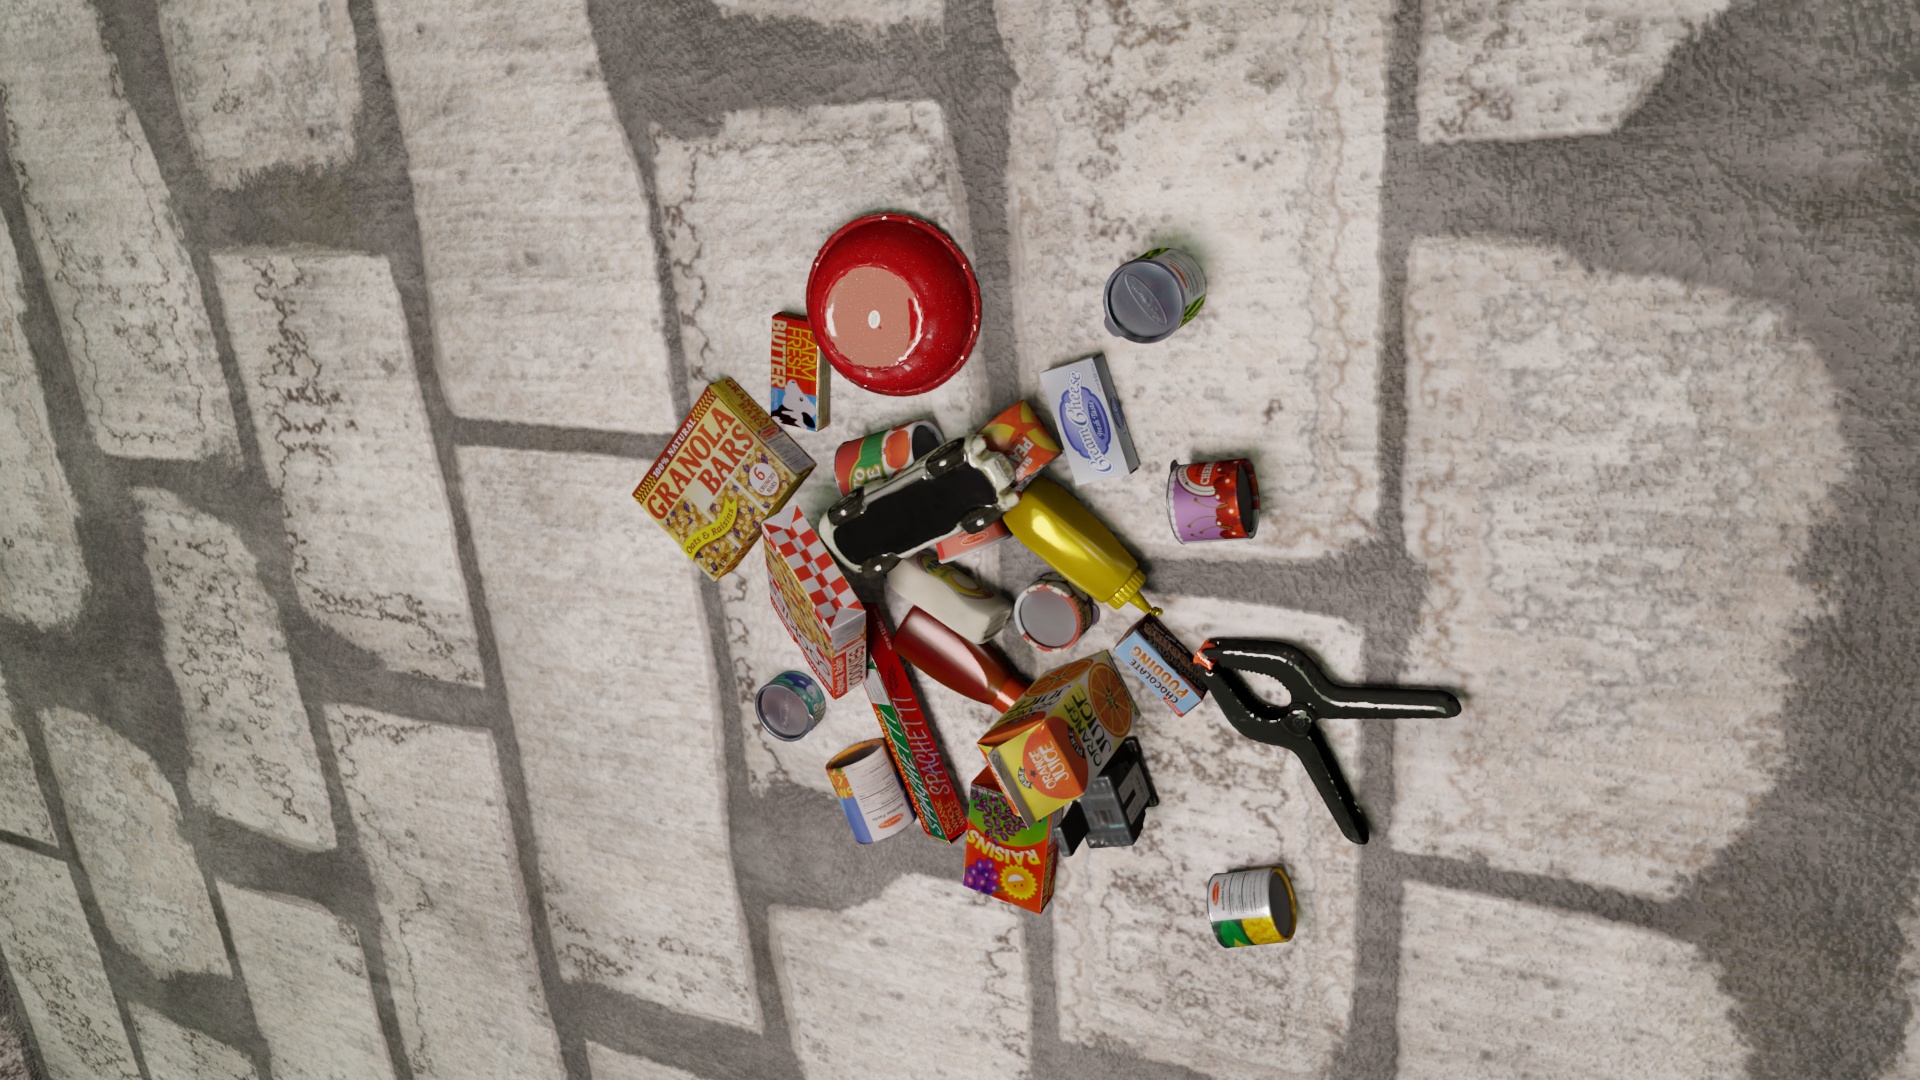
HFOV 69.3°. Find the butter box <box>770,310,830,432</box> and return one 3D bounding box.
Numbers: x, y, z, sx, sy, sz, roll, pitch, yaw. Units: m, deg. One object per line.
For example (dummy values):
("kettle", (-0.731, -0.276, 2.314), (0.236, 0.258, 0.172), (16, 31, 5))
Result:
("butter box", (-0.147, -0.156, 1.277), (0.053, 0.024, 0.103), (13, 115, 22))

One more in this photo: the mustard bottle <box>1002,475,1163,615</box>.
("mustard bottle", (0.109, 0.014, 1.189), (0.160, 0.065, 0.048), (42, 118, 2))

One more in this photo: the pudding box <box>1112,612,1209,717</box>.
("pudding box", (0.176, 0.107, 1.198), (0.084, 0.050, 0.030), (46, 122, 4))

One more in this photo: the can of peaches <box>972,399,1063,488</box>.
("can of peaches", (0.044, -0.078, 1.181), (0.071, 0.071, 0.058), (-36, 90, 33))

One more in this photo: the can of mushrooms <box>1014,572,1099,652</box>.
("can of mushrooms", (0.085, 0.065, 1.238), (0.071, 0.033, 0.070), (10, 113, 24))

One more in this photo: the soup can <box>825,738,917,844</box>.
("soup can", (-0.090, 0.249, 1.384), (0.071, 0.071, 0.083), (-17, 101, 31))

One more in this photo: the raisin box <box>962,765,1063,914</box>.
("raisin box", (0.051, 0.289, 1.341), (0.086, 0.040, 0.122), (14, 116, 21))

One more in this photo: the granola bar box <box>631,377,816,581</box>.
("granola bar box", (-0.233, -0.057, 1.351), (0.124, 0.039, 0.164), (45, 122, 5))

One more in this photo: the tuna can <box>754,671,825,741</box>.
("tuna can", (-0.171, 0.169, 1.411), (0.071, 0.033, 0.070), (10, 114, 24))

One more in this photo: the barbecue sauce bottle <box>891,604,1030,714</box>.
("barbecue sauce bottle", (0.009, 0.117, 1.292), (0.148, 0.044, 0.064), (36, 122, 10))

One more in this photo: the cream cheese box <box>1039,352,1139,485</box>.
("cream cheese box", (0.108, -0.101, 1.167), (0.053, 0.024, 0.103), (-13, 103, 32))

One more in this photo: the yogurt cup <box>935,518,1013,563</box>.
("yogurt cup", (0.004, -0.015, 1.232), (0.072, 0.072, 0.054), (-20, 92, 32))

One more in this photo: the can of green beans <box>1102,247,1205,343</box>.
("can of green beans", (0.152, -0.192, 1.087), (0.071, 0.058, 0.071), (10, 114, 24))

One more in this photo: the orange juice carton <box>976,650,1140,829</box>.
("orange juice carton", (0.079, 0.171, 1.188), (0.073, 0.193, 0.071), (-24, 97, 32))

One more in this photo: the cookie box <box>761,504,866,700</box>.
("cookie box", (-0.134, 0.061, 1.276), (0.123, 0.040, 0.166), (55, 161, 21))

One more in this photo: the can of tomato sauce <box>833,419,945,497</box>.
("can of tomato sauce", (-0.061, -0.065, 1.241), (0.083, 0.071, 0.071), (-14, 102, 30))

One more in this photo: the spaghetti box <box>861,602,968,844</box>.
("spaghetti box", (-0.057, 0.177, 1.347), (0.050, 0.029, 0.249), (-4, 110, 61))

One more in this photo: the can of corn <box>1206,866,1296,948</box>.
("can of corn", (0.260, 0.326, 1.233), (0.058, 0.071, 0.071), (-16, 101, 31))

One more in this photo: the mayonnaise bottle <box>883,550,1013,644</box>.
("mayonnaise bottle", (-0.027, 0.039, 1.271), (0.148, 0.065, 0.041), (32, 113, 17))

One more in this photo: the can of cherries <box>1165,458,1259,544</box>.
("can of cherries", (0.204, -0.033, 1.118), (0.058, 0.072, 0.071), (-4, 107, 28))
